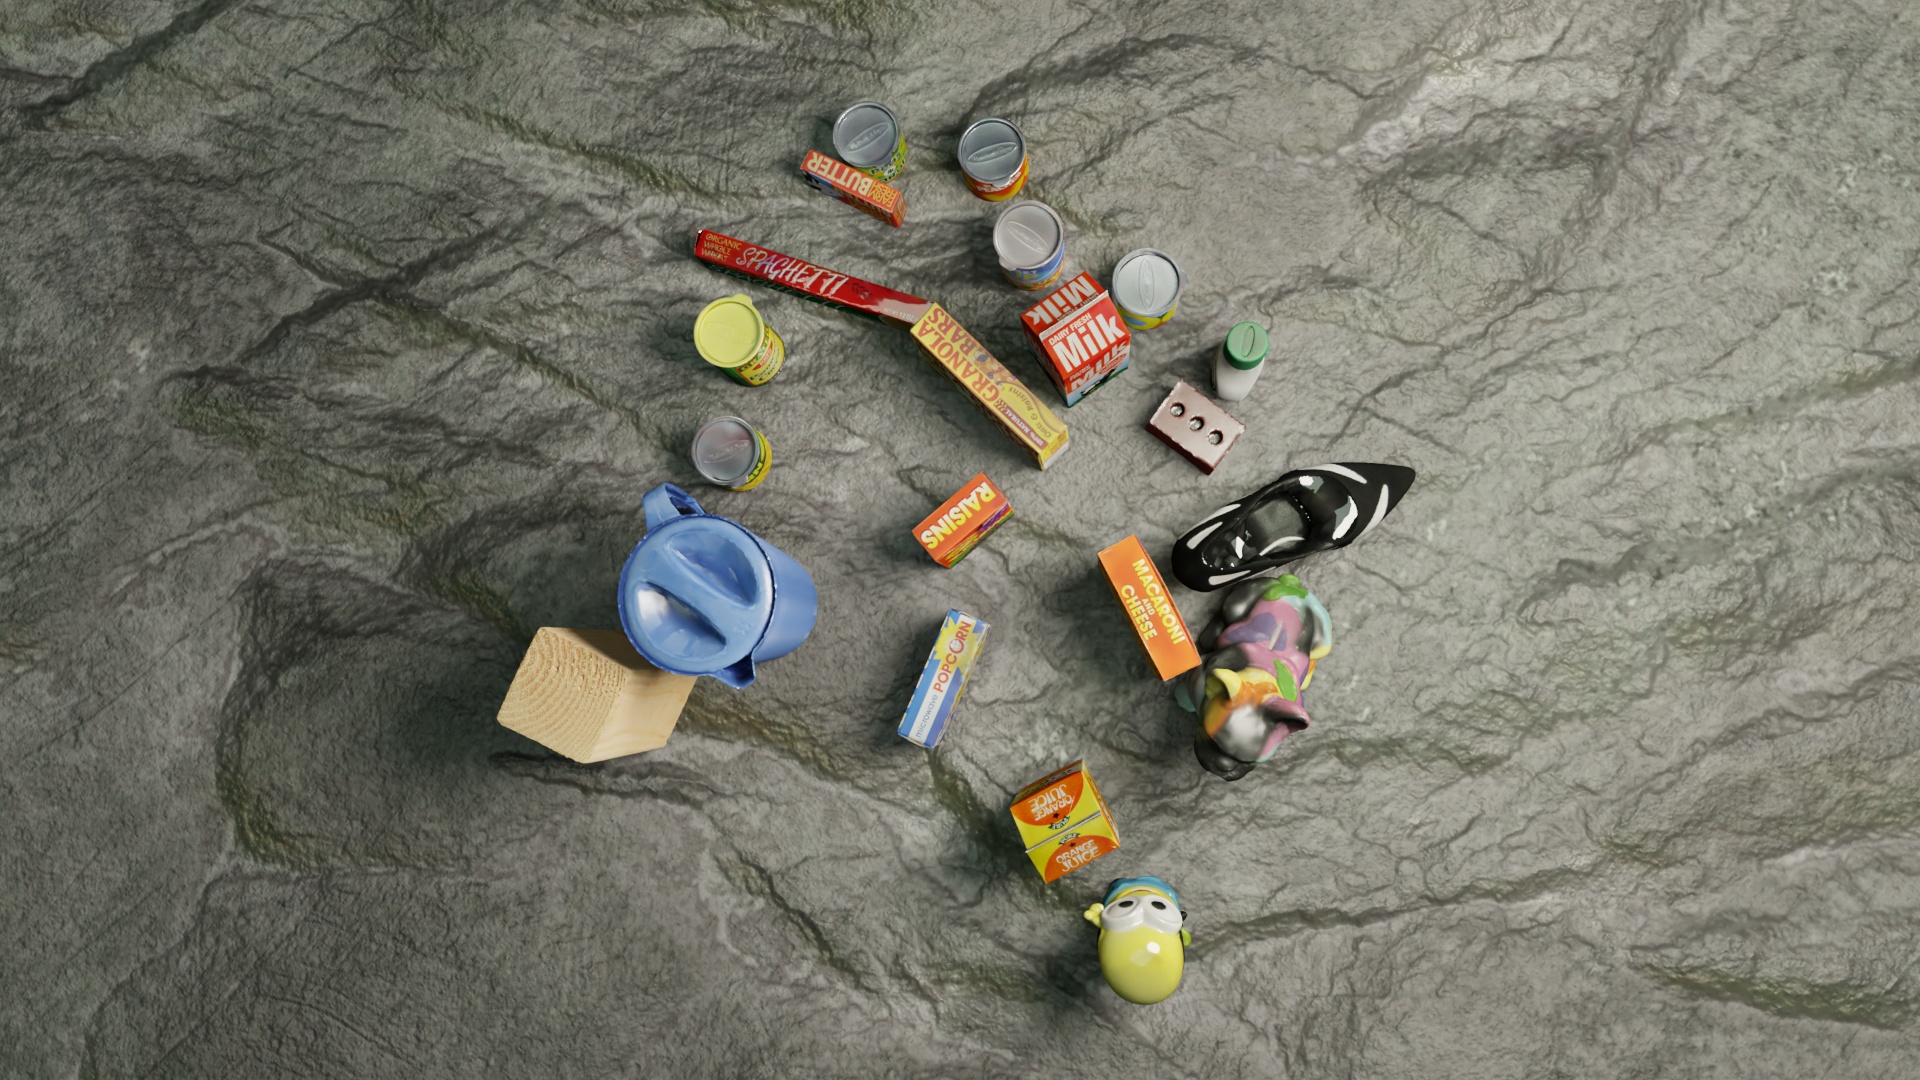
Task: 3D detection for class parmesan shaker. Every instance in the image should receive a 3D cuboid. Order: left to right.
[{"bbox_3d":[-0.208,-0.191,1.333,0.071,0.103,0.071,0,85,5],"label":"parmesan shaker"}]

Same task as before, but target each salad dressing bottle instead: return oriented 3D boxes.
[{"bbox_3d":[0.254,-0.166,1.266,0.044,0.147,0.064,13,86,6],"label":"salad dressing bottle"}]

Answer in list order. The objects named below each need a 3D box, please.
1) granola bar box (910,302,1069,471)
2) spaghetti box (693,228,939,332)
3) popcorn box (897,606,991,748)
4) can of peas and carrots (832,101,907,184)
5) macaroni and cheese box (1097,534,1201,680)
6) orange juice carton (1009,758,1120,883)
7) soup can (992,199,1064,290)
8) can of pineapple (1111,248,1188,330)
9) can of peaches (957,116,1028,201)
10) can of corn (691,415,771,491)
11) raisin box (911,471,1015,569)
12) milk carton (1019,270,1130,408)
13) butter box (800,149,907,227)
[{"bbox_3d":[0.029,-0.139,1.296,0.165,0.124,0.039,44,90,7],"label":"granola bar box"},{"bbox_3d":[-0.140,-0.251,1.359,0.250,0.050,0.028,18,87,7],"label":"spaghetti box"},{"bbox_3d":[-0.014,0.128,1.294,0.038,0.085,0.126,23,87,7],"label":"popcorn box"},{"bbox_3d":[-0.086,-0.387,1.363,0.071,0.058,0.071,0,85,5],"label":"can of peas and carrots"},{"bbox_3d":[0.167,0.062,1.243,0.040,0.166,0.124,-27,83,3],"label":"macaroni and cheese box"},{"bbox_3d":[0.092,0.245,1.219,0.072,0.192,0.073,-27,83,3],"label":"orange juice carton"},{"bbox_3d":[0.064,-0.278,1.327,0.071,0.083,0.071,0,85,5],"label":"soup can"},{"bbox_3d":[0.179,-0.238,1.325,0.071,0.058,0.071,0,85,5],"label":"can of pineapple"},{"bbox_3d":[0.033,-0.368,1.351,0.071,0.058,0.071,0,85,5],"label":"can of peaches"},{"bbox_3d":[-0.220,-0.081,1.346,0.071,0.058,0.071,0,85,5],"label":"can of corn"},{"bbox_3d":[0.005,-0.016,1.287,0.086,0.123,0.040,-40,83,1],"label":"raisin box"},{"bbox_3d":[0.105,-0.183,1.260,0.072,0.190,0.073,-34,83,2],"label":"milk carton"},{"bbox_3d":[-0.103,-0.345,1.364,0.103,0.053,0.024,27,88,7],"label":"butter box"}]
